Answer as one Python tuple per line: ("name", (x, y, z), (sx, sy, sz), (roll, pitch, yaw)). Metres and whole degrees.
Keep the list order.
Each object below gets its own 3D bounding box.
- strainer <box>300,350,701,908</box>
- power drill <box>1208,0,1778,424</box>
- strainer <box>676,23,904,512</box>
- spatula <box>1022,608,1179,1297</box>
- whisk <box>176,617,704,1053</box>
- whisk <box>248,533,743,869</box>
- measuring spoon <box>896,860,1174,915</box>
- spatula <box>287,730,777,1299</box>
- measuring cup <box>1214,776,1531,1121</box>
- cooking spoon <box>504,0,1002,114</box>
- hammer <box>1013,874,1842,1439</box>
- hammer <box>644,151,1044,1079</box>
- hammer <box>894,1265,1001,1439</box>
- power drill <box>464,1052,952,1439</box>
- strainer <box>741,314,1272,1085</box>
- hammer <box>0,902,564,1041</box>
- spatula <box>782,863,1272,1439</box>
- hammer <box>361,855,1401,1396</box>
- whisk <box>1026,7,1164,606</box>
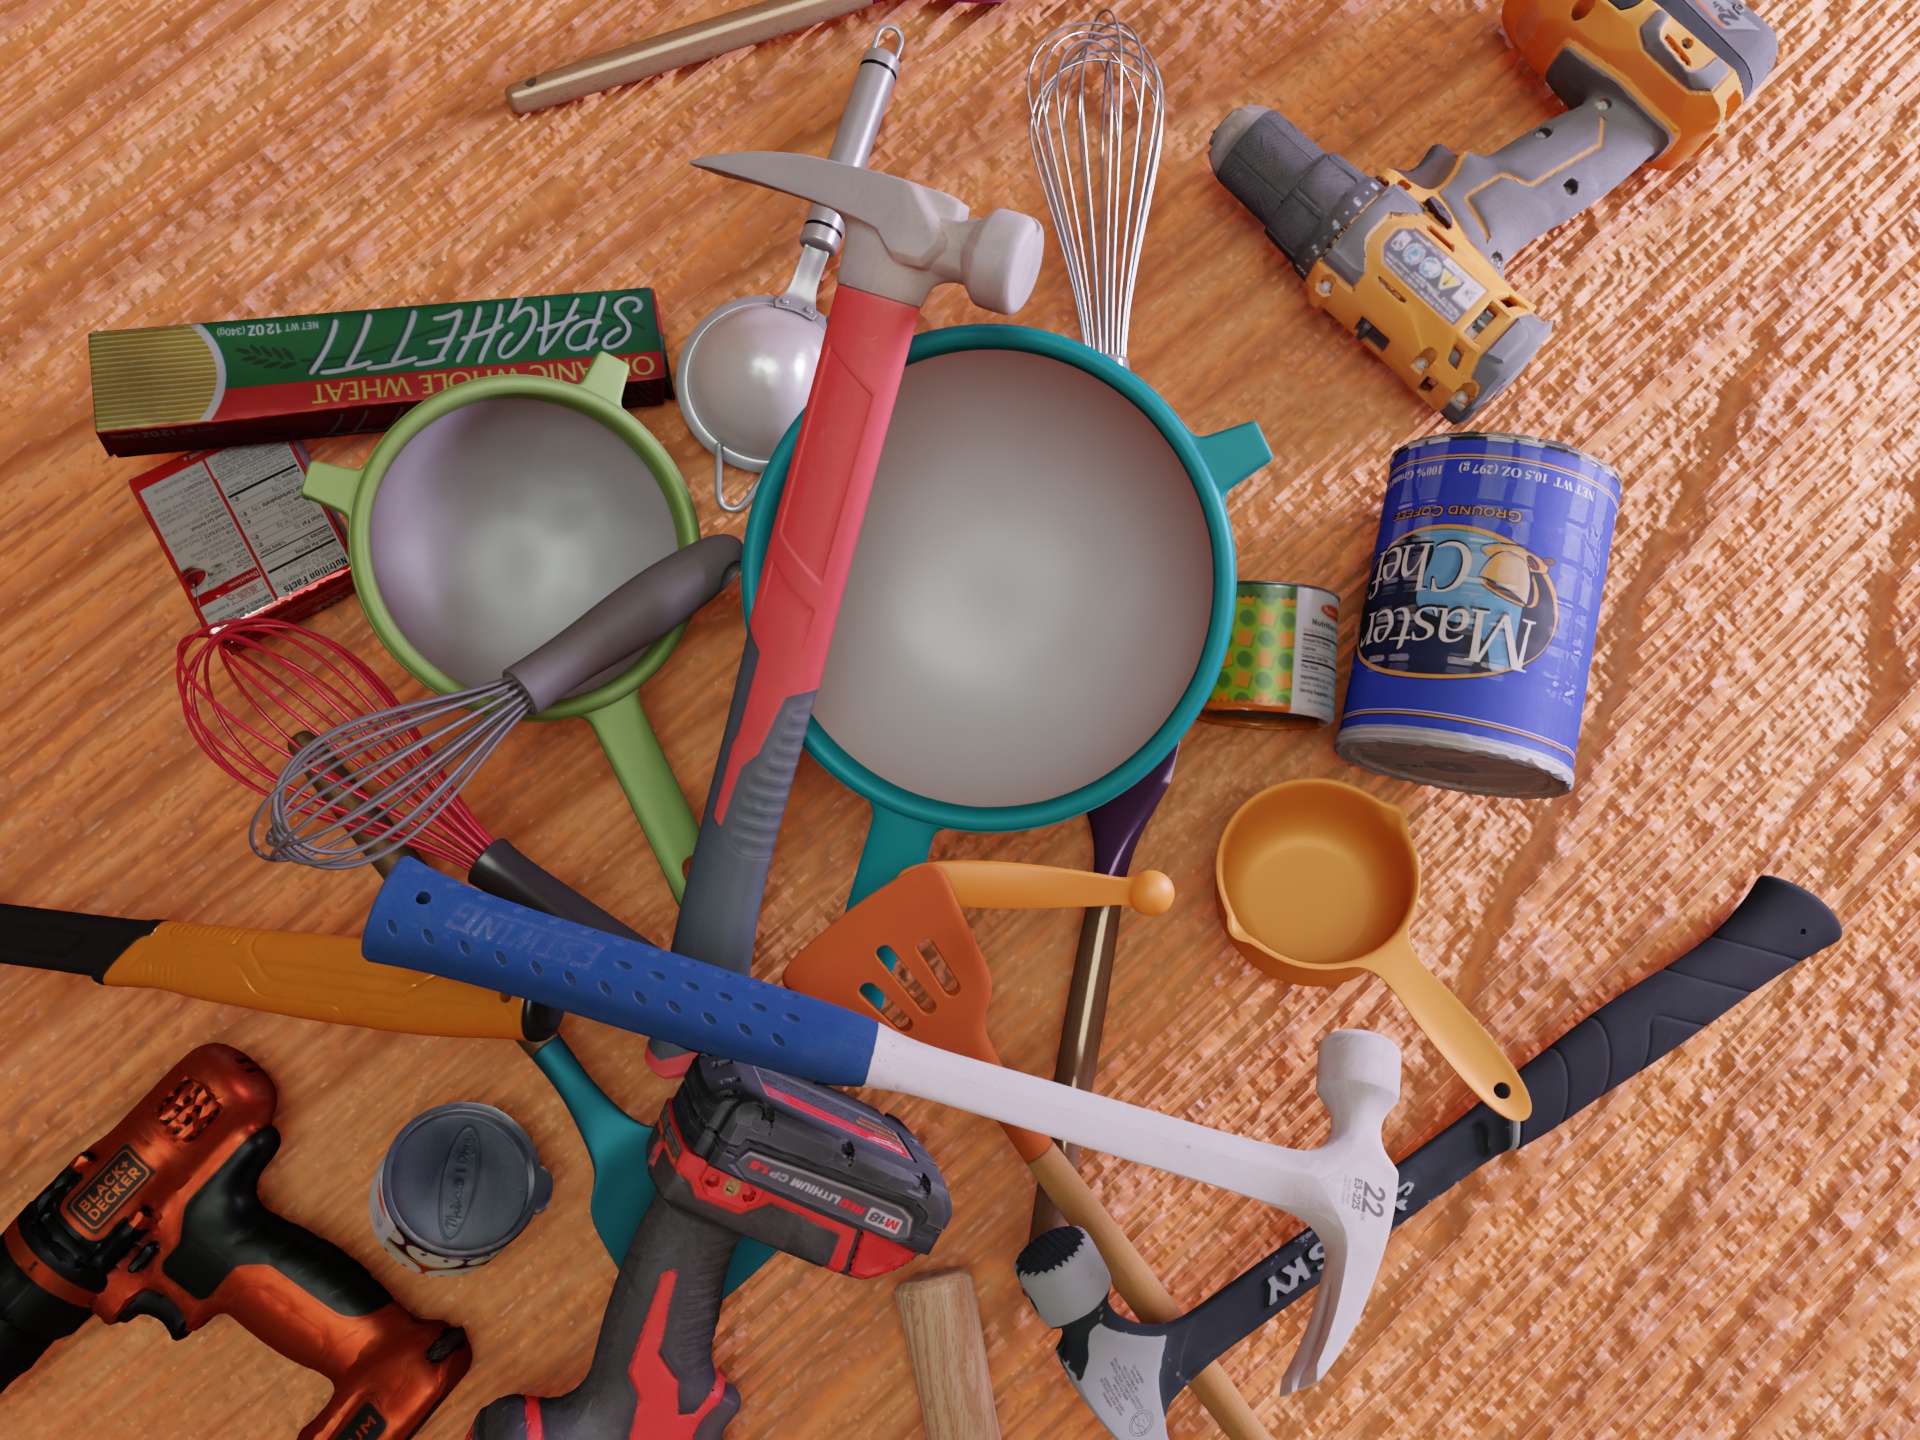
("strainer", (-0.175, -0.026, 0.719), (0.151, 0.069, 0.256), (-30, 102, -26))
("power drill", (0.248, -0.281, 0.765), (0.185, 0.084, 0.226), (43, 86, 5))
("strainer", (-0.071, -0.224, 0.759), (0.087, 0.050, 0.258), (18, 78, -7))
("spatula", (0.060, 0.101, 0.721), (0.060, 0.018, 0.316), (5, 83, 41))
("whisk", (-0.216, 0.048, 0.673), (0.296, 0.073, 0.073), (35, 82, 8))
("whisk", (-0.180, -0.015, 0.651), (0.239, 0.055, 0.055), (-39, 85, -29))
("measuring spoon", (0.030, 0.071, 0.661), (0.117, 0.011, 0.021), (2, 105, 8))
("spatula", (-0.199, 0.127, 0.710), (0.082, 0.044, 0.317), (-40, 81, -7))
("measuring cup", (0.181, 0.106, 0.696), (0.095, 0.052, 0.174), (-35, 69, -9))
("cooking spoon", (-0.070, -0.353, 0.782), (0.319, 0.017, 0.069), (-19, 63, -3))
("hammer", (0.227, 0.188, 0.695), (0.409, 0.036, 0.149), (-30, 98, -13))
("hammer", (-0.087, -0.032, 0.661), (0.143, 0.038, 0.386), (21, 105, 15))
("hammer", (0.018, 0.404, 0.674), (0.130, 0.031, 0.331), (-11, 82, -5))
("power drill", (-0.101, 0.260, 0.657), (0.143, 0.079, 0.219), (30, 89, -19))
("strainer", (-0.001, -0.002, 0.713), (0.211, 0.095, 0.340), (20, 102, 11))
("hammer", (-0.324, 0.107, 0.660), (0.337, 0.034, 0.127), (4, 80, 12))
("spatula", (0.048, 0.207, 0.680), (0.081, 0.041, 0.322), (-36, 94, -2))
("hammer", (-0.025, 0.136, 0.607), (0.405, 0.035, 0.144), (17, 55, -4))
("whisk", (0.068, -0.195, 0.756), (0.070, 0.070, 0.284), (-1, 87, -3))
